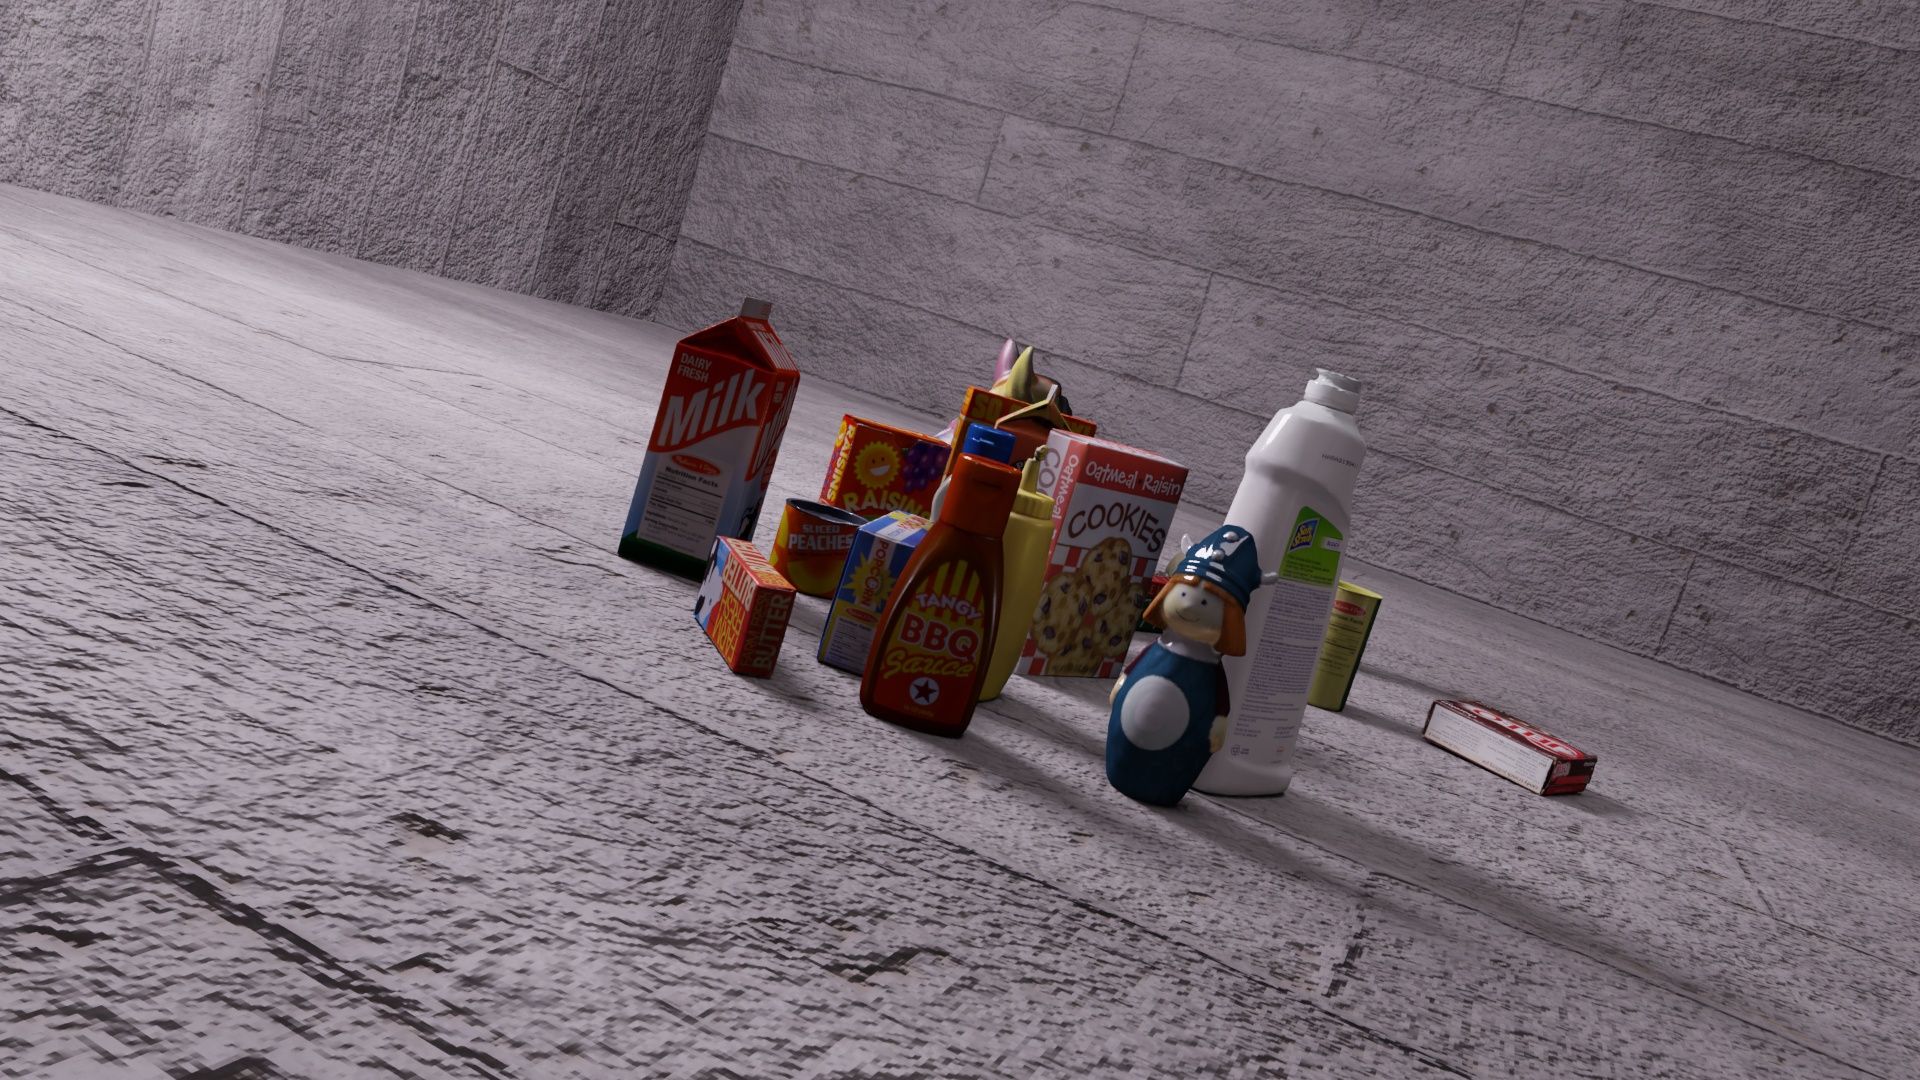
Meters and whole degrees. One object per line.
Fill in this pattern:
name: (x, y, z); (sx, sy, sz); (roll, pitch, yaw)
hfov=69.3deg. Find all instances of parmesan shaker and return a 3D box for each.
parmesan shaker: (0.310, 0.085, 1.189); (0.071, 0.103, 0.071); (17, 8, -2)

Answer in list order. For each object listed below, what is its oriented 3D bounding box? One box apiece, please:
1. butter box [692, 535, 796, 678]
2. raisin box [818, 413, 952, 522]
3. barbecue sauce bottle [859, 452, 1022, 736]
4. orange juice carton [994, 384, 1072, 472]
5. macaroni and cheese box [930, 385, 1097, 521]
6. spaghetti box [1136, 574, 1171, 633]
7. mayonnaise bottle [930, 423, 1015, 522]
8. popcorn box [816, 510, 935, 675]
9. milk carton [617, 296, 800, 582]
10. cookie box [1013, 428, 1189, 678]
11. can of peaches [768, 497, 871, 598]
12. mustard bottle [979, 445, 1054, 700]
butter box: (-0.124, 0.036, 0.788); (0.024, 0.053, 0.103); (14, 9, -26)
raisin box: (-0.067, -0.031, 1.106); (0.086, 0.123, 0.040); (14, 8, -26)
barbecue sauce bottle: (-0.005, 0.028, 0.753); (0.065, 0.148, 0.044); (17, 7, -5)
orange juice carton: (0.047, -0.034, 1.123); (0.073, 0.192, 0.072); (17, 7, 0)
macaroni and cheese box: (0.042, -0.047, 1.294); (0.124, 0.166, 0.040); (16, 8, -9)
spaghetti box: (0.170, 0.057, 1.276); (0.250, 0.050, 0.029); (9, 11, -44)
mayonnaise bottle: (0.004, -0.013, 1.048); (0.065, 0.148, 0.041); (18, 8, 7)
popcorn box: (-0.048, 0.030, 0.871); (0.038, 0.085, 0.127); (18, 8, 6)
milk carton: (-0.164, -0.073, 0.946); (0.073, 0.190, 0.072); (18, 8, 4)
cookie box: (0.089, 0.012, 0.989); (0.040, 0.167, 0.123); (24, 10, 42)
can of peaches: (-0.103, 0.006, 1.012); (0.071, 0.058, 0.071); (17, 8, -2)
mustard bottle: (0.025, 0.017, 0.850); (0.049, 0.160, 0.065); (20, 8, 21)
